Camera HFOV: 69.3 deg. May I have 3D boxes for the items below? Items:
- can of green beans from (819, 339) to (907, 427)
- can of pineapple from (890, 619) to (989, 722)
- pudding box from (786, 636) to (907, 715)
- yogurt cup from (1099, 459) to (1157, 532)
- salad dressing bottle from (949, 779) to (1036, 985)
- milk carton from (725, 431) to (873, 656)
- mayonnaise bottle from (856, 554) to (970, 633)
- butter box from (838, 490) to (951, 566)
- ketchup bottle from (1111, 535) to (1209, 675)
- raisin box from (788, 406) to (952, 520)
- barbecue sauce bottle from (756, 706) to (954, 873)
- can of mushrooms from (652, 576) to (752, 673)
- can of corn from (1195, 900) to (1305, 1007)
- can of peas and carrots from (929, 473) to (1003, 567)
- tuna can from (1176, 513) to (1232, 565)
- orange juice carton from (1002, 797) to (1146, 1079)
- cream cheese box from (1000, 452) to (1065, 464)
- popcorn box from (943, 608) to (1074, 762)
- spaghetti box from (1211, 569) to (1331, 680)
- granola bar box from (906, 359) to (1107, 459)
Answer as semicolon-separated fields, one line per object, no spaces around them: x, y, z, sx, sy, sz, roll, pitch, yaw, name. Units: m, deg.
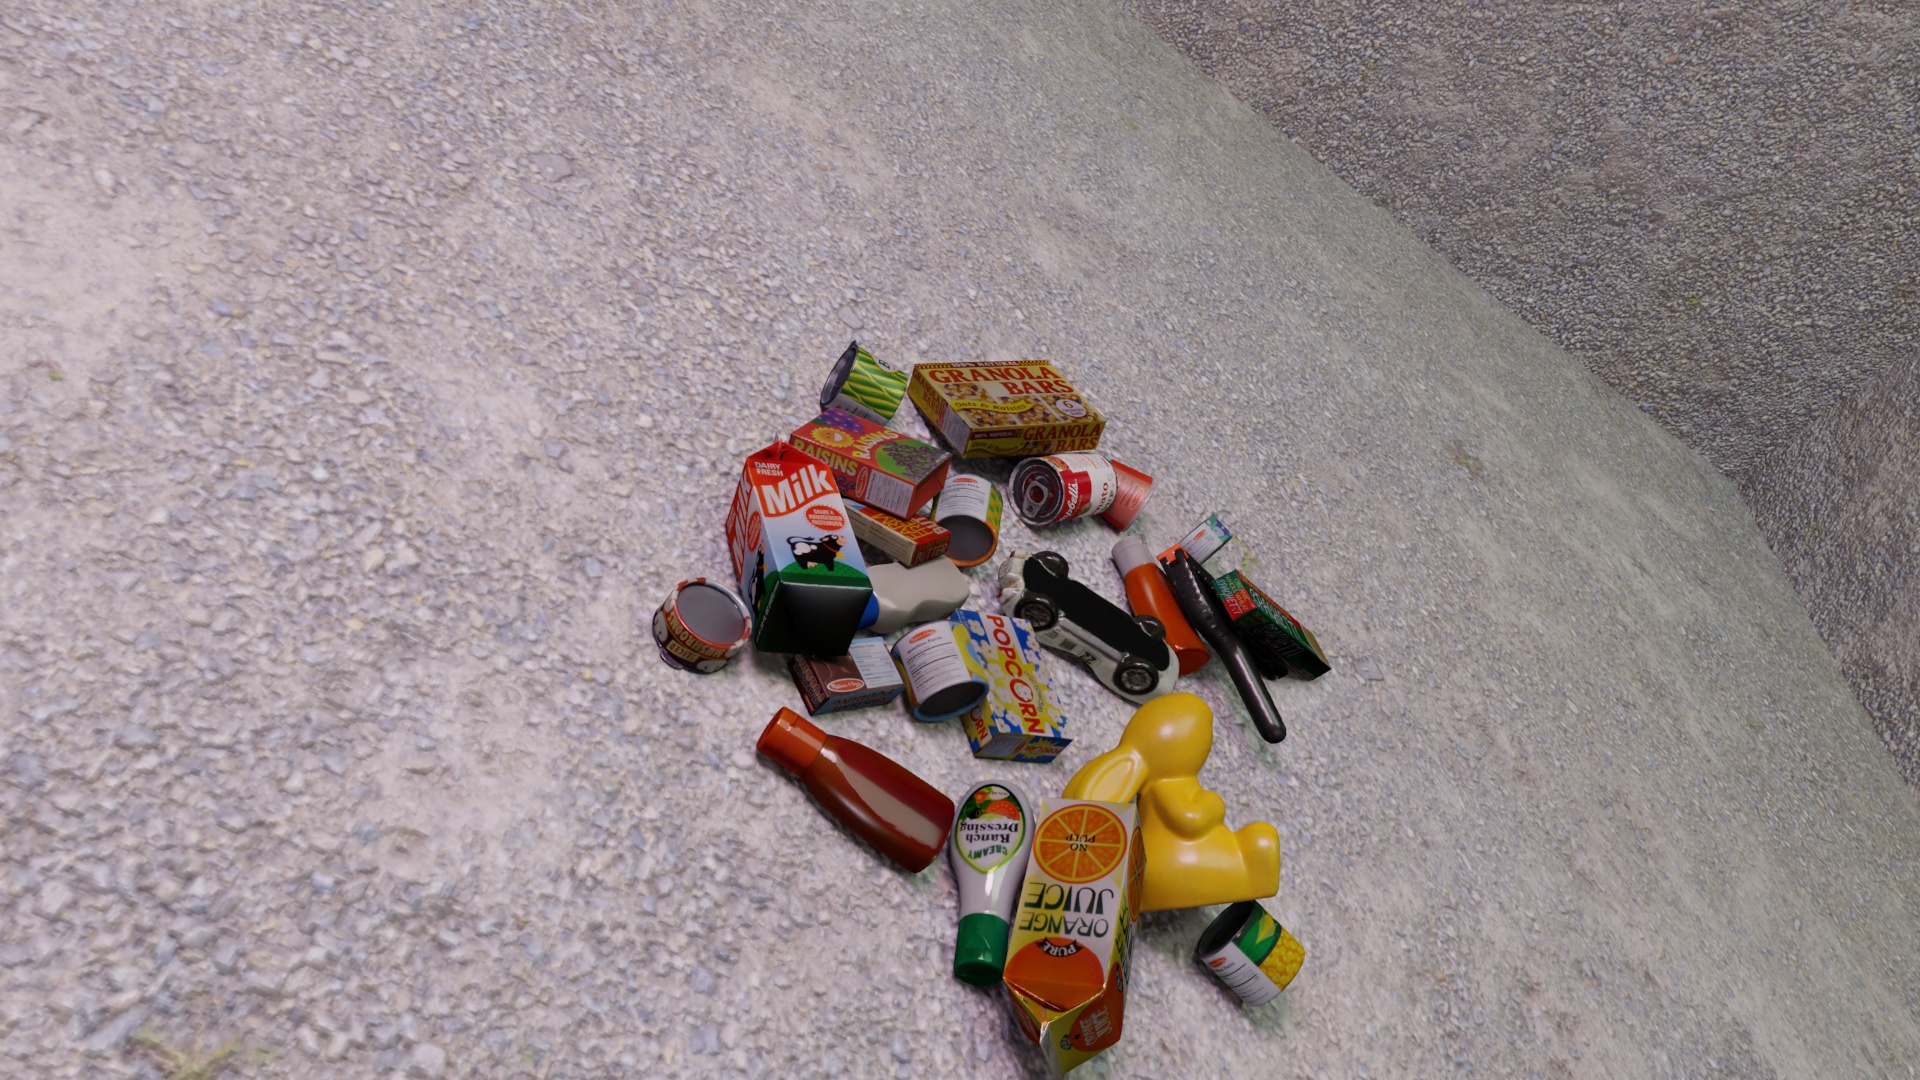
-0.091;-0.143;1.309;0.058;0.071;0.071;28;36;-21;can of green beans
-0.016;0.106;1.114;0.071;0.070;0.058;7;48;-41;can of pineapple
-0.088;0.103;1.074;0.084;0.030;0.050;-2;55;-47;pudding box
0.169;-0.050;1.476;0.054;0.072;0.073;32;34;-2;yogurt cup
0.021;0.246;1.007;0.064;0.043;0.148;-2;45;10;salad dressing bottle
-0.133;-0.002;1.081;0.073;0.072;0.191;5;37;-25;milk carton
-0.058;0.047;1.158;0.065;0.041;0.148;48;35;20;mayonnaise bottle
-0.064;-0.014;1.197;0.103;0.024;0.053;28;26;27;butter box
0.196;0.063;1.396;0.065;0.043;0.149;19;39;-46;ketchup bottle
-0.081;-0.069;1.222;0.123;0.040;0.086;23;29;12;raisin box
-0.076;0.174;0.997;0.148;0.043;0.065;36;34;-9;barbecue sauce bottle
-0.189;0.062;1.013;0.071;0.033;0.071;28;36;-23;can of mushrooms
0.235;0.329;1.120;0.058;0.071;0.071;45;34;1;can of corn
0.005;-0.016;1.270;0.071;0.070;0.059;31;36;-17;can of peas and carrots
0.261;0.005;1.508;0.033;0.070;0.071;50;34;9;tuna can
0.080;0.281;0.976;0.194;0.073;0.071;-72;155;-44;orange juice carton
0.064;-0.105;1.463;0.104;0.024;0.053;17;42;-33;cream cheese box
0.036;0.122;1.172;0.085;0.038;0.127;12;44;-38;popcorn box
0.326;0.091;1.438;0.249;0.028;0.050;32;29;-53;spaghetti box
0.046;-0.135;1.408;0.166;0.038;0.124;-6;40;-32;granola bar box
